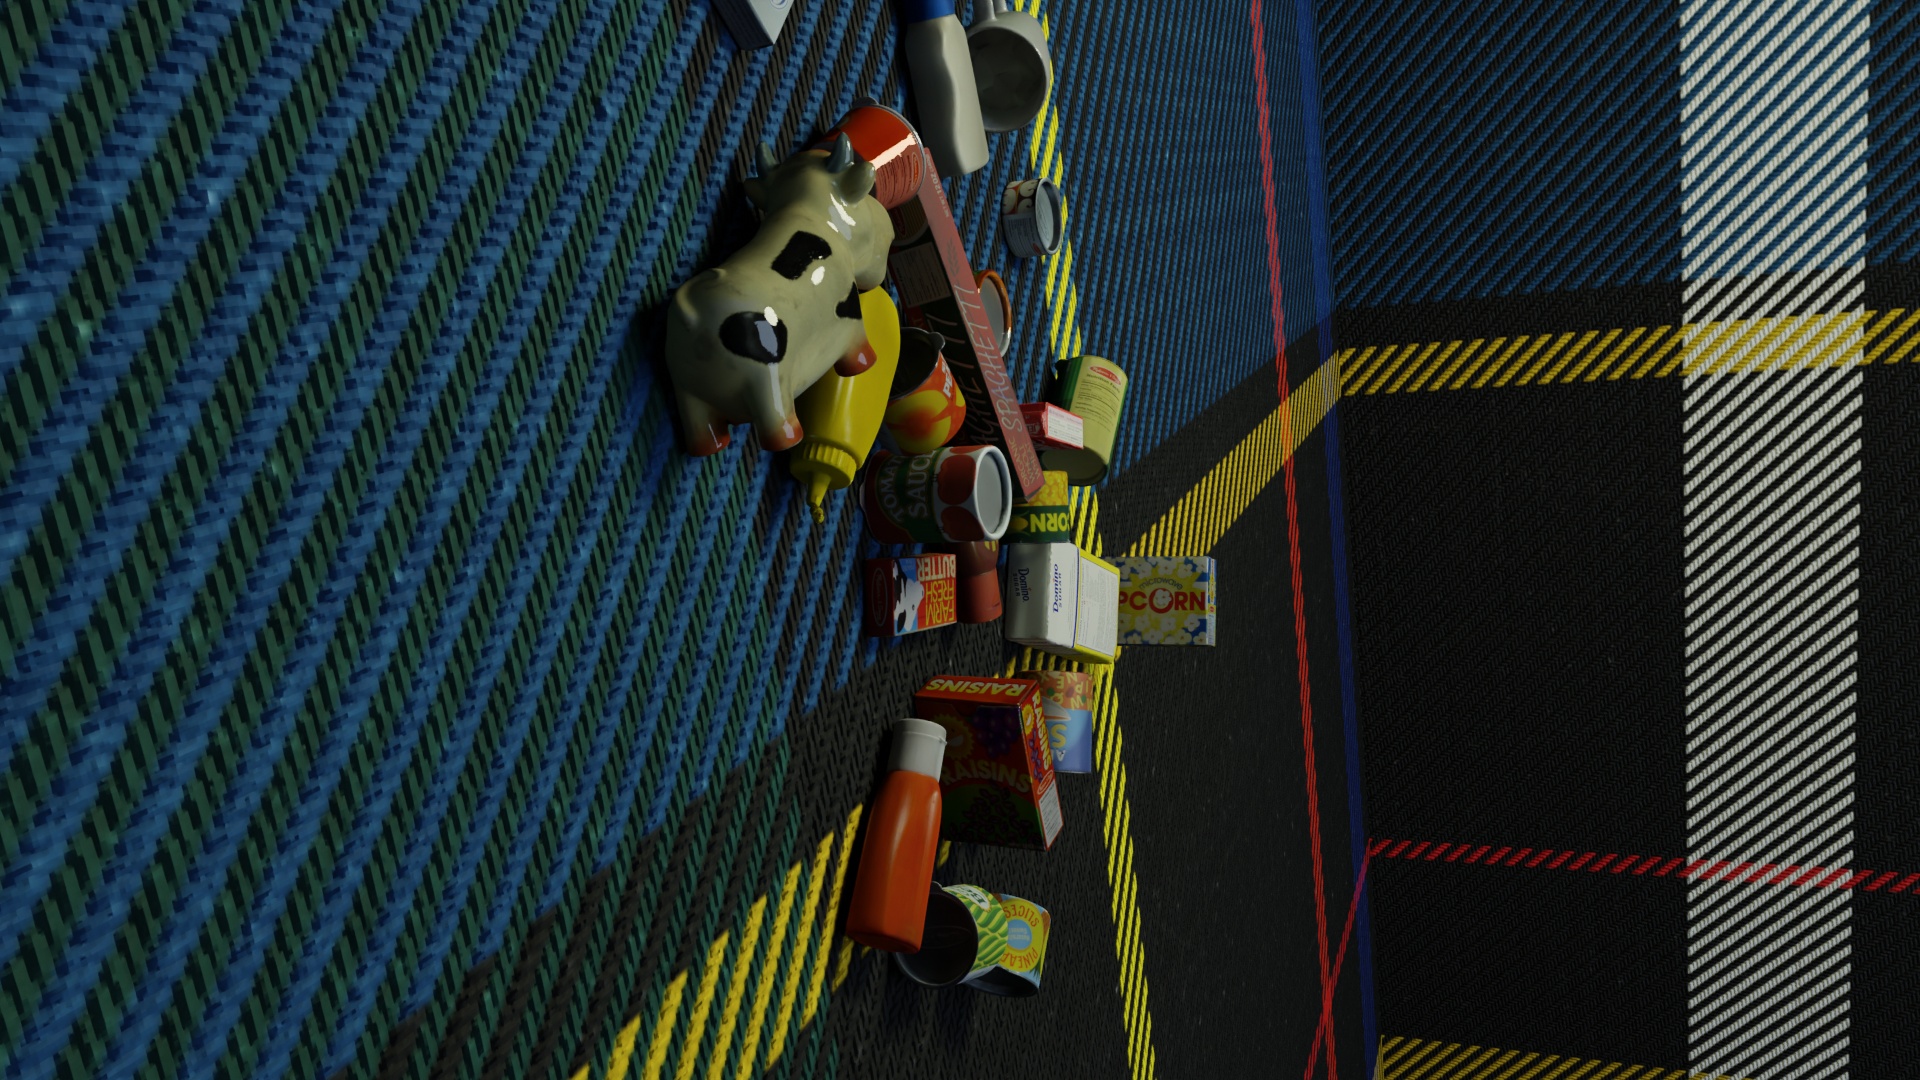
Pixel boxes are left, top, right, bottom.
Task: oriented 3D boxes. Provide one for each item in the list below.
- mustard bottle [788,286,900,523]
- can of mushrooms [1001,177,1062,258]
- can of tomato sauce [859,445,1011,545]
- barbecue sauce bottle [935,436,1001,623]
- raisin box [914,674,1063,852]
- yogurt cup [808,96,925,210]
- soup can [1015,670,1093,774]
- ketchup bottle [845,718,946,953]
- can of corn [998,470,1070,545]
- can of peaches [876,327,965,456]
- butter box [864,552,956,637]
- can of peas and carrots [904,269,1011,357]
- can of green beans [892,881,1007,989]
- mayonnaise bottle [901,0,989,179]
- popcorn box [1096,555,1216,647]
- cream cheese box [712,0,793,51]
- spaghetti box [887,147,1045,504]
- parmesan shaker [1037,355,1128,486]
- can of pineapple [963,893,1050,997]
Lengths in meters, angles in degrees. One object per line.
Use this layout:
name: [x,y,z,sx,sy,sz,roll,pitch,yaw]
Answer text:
mustard bottle: [-0.077,-0.084,0.851,0.065,0.049,0.161,49,45,-53]
can of mushrooms: [0.063,-0.279,1.198,0.071,0.033,0.071,-3,91,-66]
can of tomato sauce: [-0.016,-0.031,0.943,0.071,0.083,0.071,-3,91,-66]
barbecue sauce bottle: [0.004,-0.013,1.036,0.065,0.043,0.148,-33,119,-59]
raisin box: [0.021,0.162,1.011,0.040,0.086,0.123,-41,126,-55]
yogurt cup: [-0.063,-0.234,0.875,0.054,0.072,0.072,-49,134,-46]
soup can: [0.076,0.152,1.164,0.071,0.071,0.084,23,67,-64]
ketchup bottle: [-0.038,0.195,0.928,0.064,0.043,0.149,52,42,-55]
can of corn: [0.057,-0.026,1.123,0.071,0.071,0.058,-2,90,-66]
can of peaches: [-0.034,-0.099,0.923,0.057,0.071,0.071,62,35,-48]
butter box: [-0.034,0.037,0.972,0.103,0.024,0.053,-5,94,-66]
can of peas and carrots: [-0.002,-0.165,1.014,0.071,0.058,0.071,-3,91,-67]
can of green beans: [-0.007,0.274,0.966,0.058,0.071,0.071,22,69,-65]
mayonnaise bottle: [-0.015,-0.345,1.019,0.065,0.041,0.147,-51,133,-58]
popcorn box: [0.177,0.058,1.321,0.038,0.126,0.085,22,69,-69]
cream cheese box: [-0.130,-0.332,0.777,0.103,0.024,0.053,56,41,-51]
spaghetti box: [-0.005,-0.141,0.955,0.029,0.050,0.249,-35,110,-45]
parmesan shaker: [0.108,-0.108,1.255,0.071,0.071,0.103,60,37,-47]
can of pineapple: [0.032,0.306,1.050,0.070,0.071,0.058,60,36,-48]
